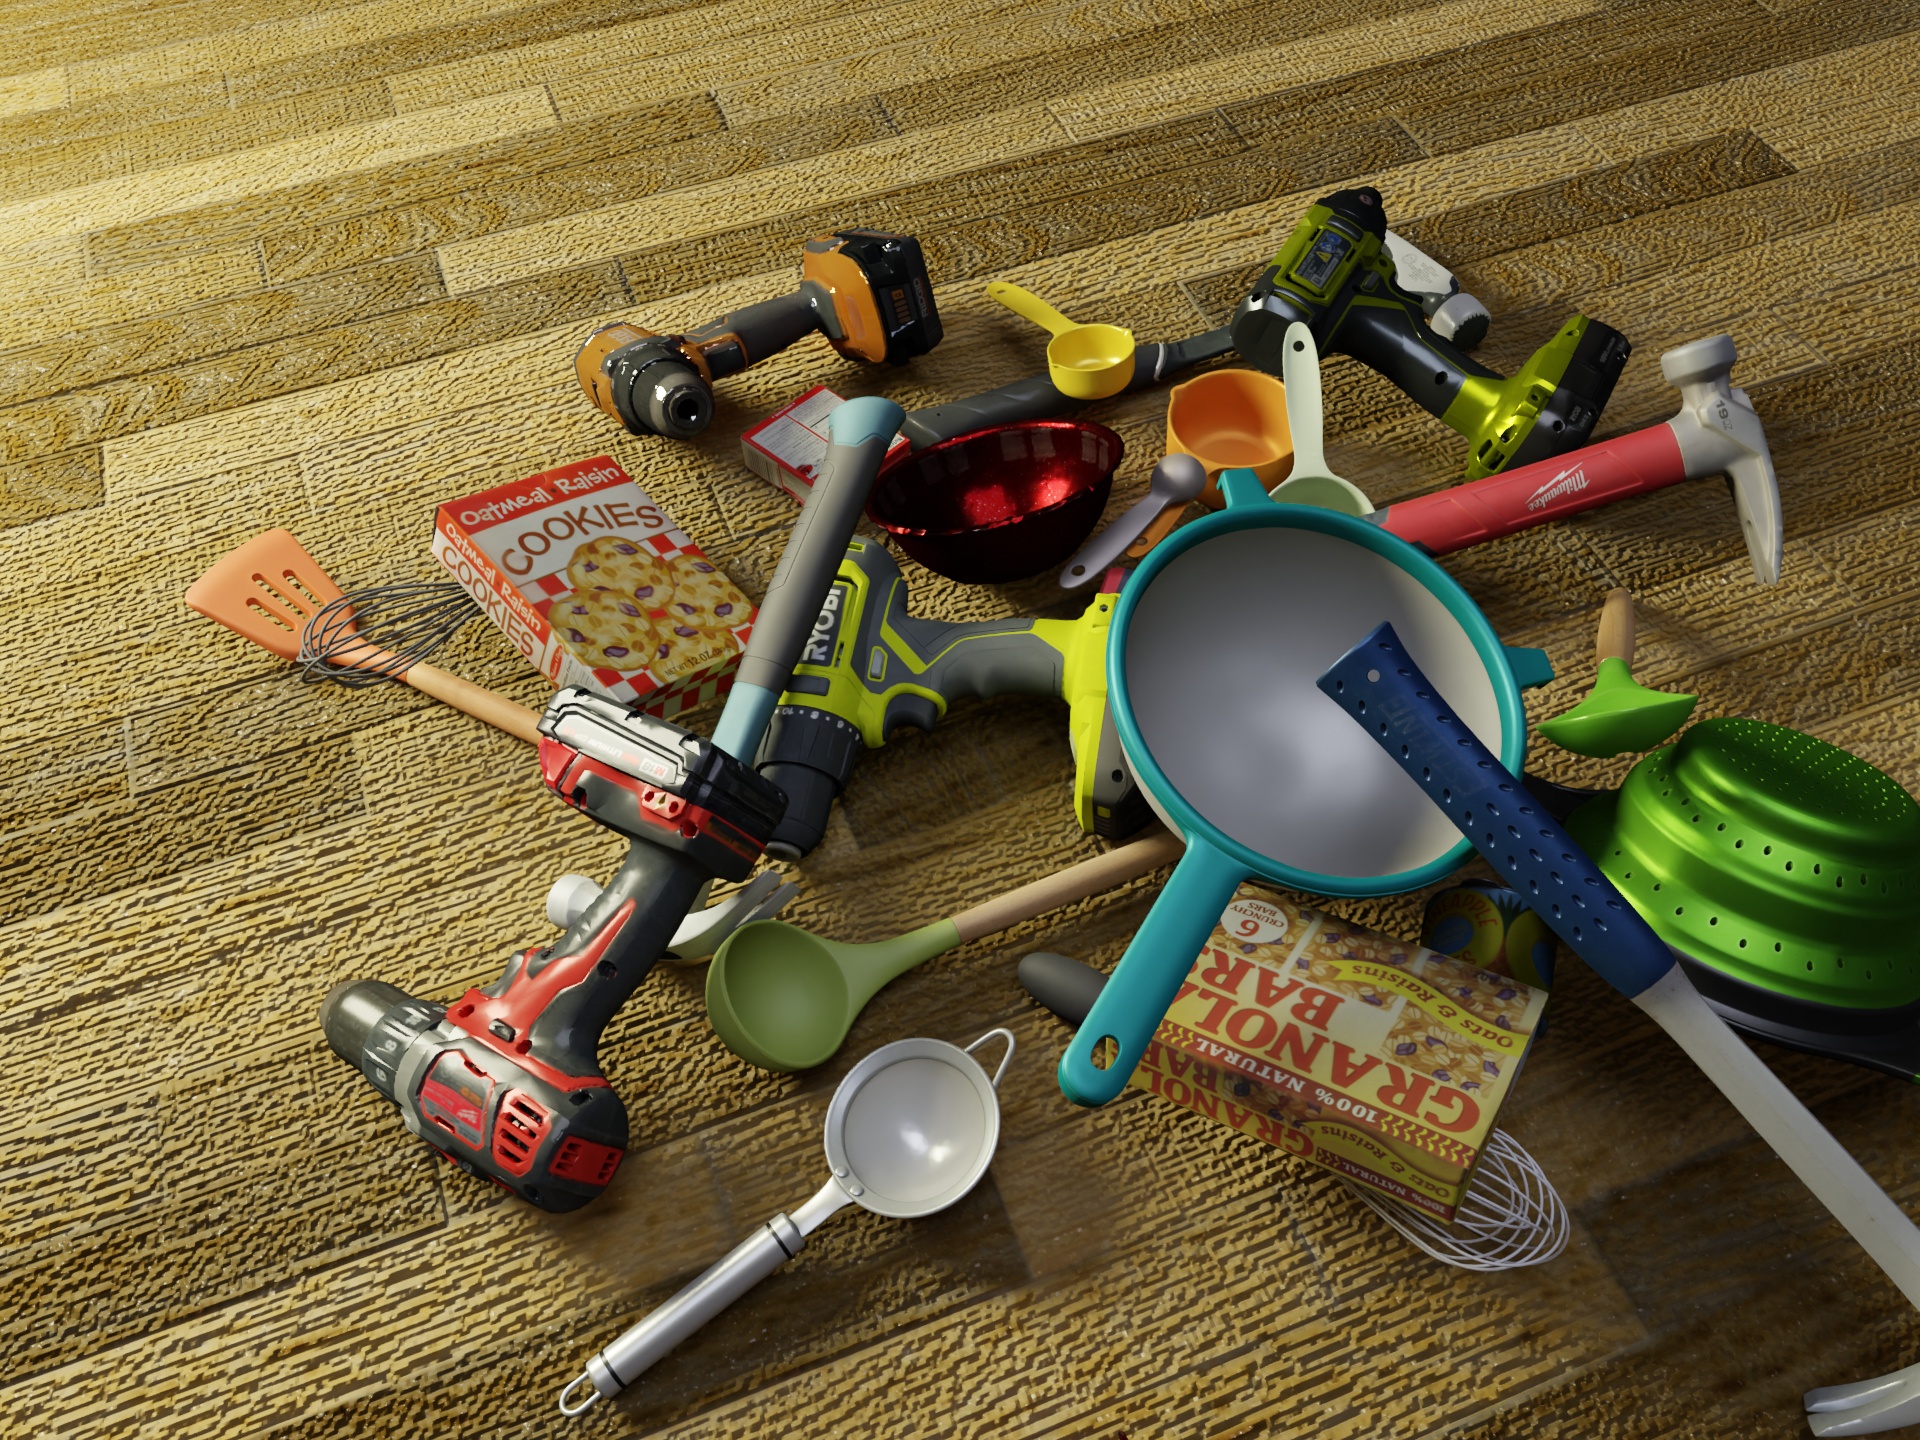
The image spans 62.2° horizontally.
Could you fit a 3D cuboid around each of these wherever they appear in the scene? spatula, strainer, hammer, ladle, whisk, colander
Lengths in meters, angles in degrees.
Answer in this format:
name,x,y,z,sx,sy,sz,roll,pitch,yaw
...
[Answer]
name,x,y,z,sx,sy,sz,roll,pitch,yaw
spatula,-0.302,-0.025,0.930,0.323,0.041,0.081,23,48,16
strainer,0.131,0.049,0.767,0.211,0.095,0.340,33,63,5
hammer,0.151,-0.257,1.095,0.409,0.036,0.149,-20,54,-13
hammer,0.302,0.124,0.688,0.144,0.035,0.405,-44,81,18
ladle,0.023,0.096,0.820,0.320,0.062,0.078,-20,73,-14
whisk,-0.281,-0.075,0.940,0.055,0.055,0.239,37,45,25
strainer,-0.074,0.232,0.736,0.258,0.050,0.087,-35,54,-15
hammer,0.266,-0.094,0.920,0.386,0.038,0.143,-17,92,9
whisk,0.150,0.180,0.763,0.285,0.070,0.070,24,57,24
hammer,-0.105,-0.029,0.855,0.128,0.033,0.331,12,73,28
colander,0.330,0.025,0.810,0.397,0.094,0.204,33,33,34

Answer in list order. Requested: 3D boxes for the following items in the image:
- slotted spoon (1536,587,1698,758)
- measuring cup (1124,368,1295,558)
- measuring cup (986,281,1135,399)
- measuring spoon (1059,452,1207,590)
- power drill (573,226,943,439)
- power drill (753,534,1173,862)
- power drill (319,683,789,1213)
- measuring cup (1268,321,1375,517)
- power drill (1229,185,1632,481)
name,x,y,z,sx,sy,sz,roll,pitch,yaw
slotted spoon,0.344,-0.032,0.830,0.070,0.031,0.314,-12,11,26
measuring cup,0.152,-0.147,1.005,0.095,0.052,0.174,29,63,21
measuring cup,0.062,-0.258,1.071,0.062,0.029,0.157,-26,43,-17
measuring spoon,0.101,-0.121,0.950,0.034,0.018,0.124,35,68,30
power drill,-0.127,-0.245,1.031,0.226,0.084,0.185,-24,28,-15
power drill,-0.001,-0.003,0.883,0.228,0.080,0.191,7,64,9
power drill,-0.205,0.101,0.776,0.188,0.080,0.227,20,78,31
measuring cup,0.210,-0.155,0.964,0.083,0.038,0.167,-5,90,9
power drill,0.304,-0.250,1.024,0.223,0.080,0.171,33,59,5
